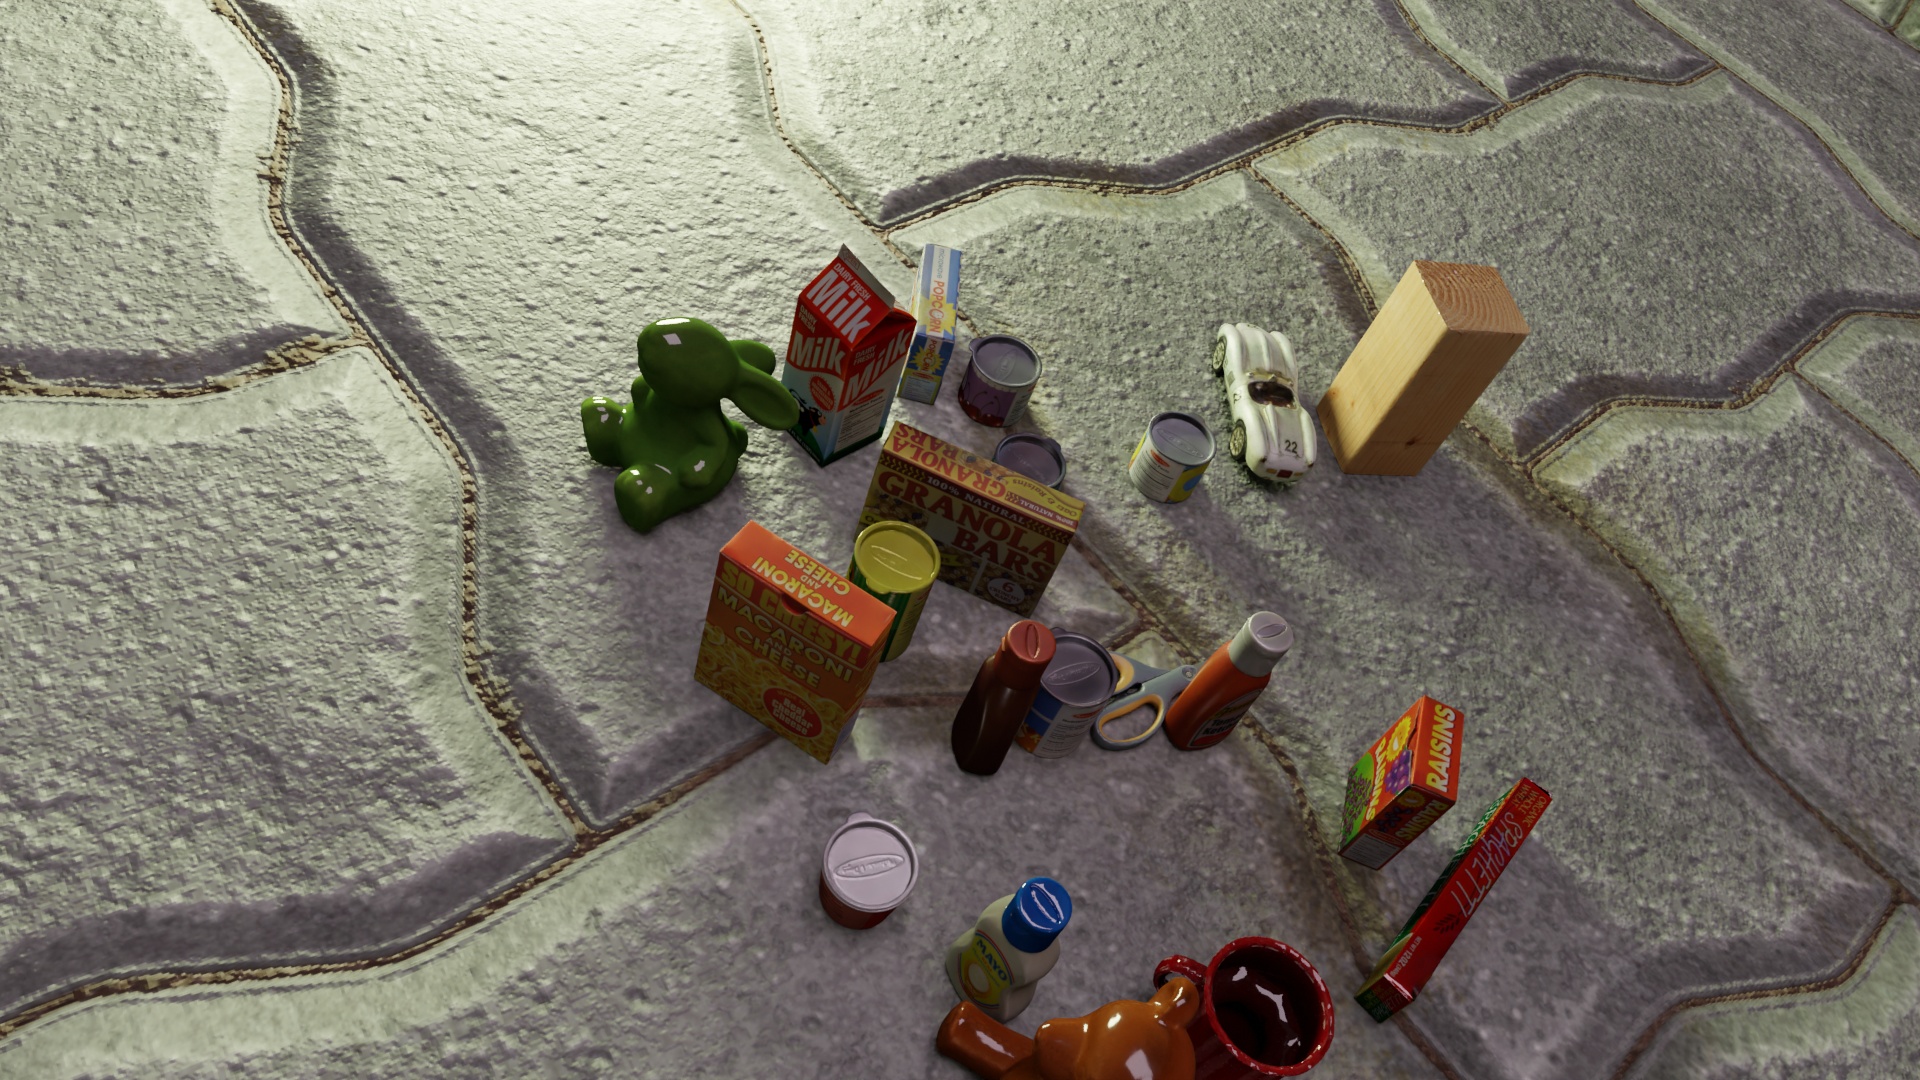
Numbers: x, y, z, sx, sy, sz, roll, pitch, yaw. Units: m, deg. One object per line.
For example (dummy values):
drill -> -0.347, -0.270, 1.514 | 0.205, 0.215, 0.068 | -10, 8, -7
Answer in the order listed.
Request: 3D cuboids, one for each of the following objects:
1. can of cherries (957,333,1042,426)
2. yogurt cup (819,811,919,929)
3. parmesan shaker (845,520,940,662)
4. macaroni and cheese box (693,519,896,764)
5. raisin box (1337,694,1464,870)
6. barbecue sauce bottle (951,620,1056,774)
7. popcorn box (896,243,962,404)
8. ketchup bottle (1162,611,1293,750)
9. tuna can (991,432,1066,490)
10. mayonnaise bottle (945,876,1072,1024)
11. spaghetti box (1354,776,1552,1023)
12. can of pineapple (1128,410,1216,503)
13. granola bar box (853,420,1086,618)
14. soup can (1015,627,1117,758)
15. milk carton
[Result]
can of cherries -> 0.034, -0.149, 1.285 | 0.071, 0.058, 0.072 | 9, 52, -11
yogurt cup -> -0.067, 0.233, 0.961 | 0.072, 0.053, 0.073 | 9, 52, -11
parmesan shaker -> -0.061, 0.043, 1.078 | 0.071, 0.102, 0.071 | 9, 52, -11
macaroni and cheese box -> -0.122, 0.077, 0.991 | 0.124, 0.165, 0.040 | 32, 51, 7
raisin box -> 0.341, 0.189, 1.080 | 0.040, 0.122, 0.086 | 24, 50, 1
barbecue sauce bottle -> 0.031, 0.113, 1.024 | 0.044, 0.147, 0.065 | 10, 52, -11
popcorn box -> -0.028, -0.202, 1.288 | 0.038, 0.084, 0.127 | 11, 51, -9
ketchup bottle -> 0.211, 0.109, 1.084 | 0.065, 0.148, 0.044 | -15, 60, -27
tuna can -> 0.060, -0.063, 1.243 | 0.071, 0.032, 0.071 | 9, 52, -11
mayonnaise bottle -> 0.033, 0.265, 0.907 | 0.041, 0.147, 0.065 | -25, 64, -31
spaghetti box -> 0.386, 0.273, 1.077 | 0.029, 0.050, 0.251 | 42, 53, 15
can of pineapple -> 0.196, -0.077, 1.282 | 0.071, 0.057, 0.071 | 9, 52, -11
granola bar box -> 0.004, -0.014, 1.129 | 0.165, 0.123, 0.039 | 24, 50, 1
soup can -> 0.076, 0.118, 1.076 | 0.071, 0.083, 0.072 | 9, 52, -11
milk carton -> -0.095, -0.157, 1.164 | 0.074, 0.189, 0.072 | -30, 67, -33
